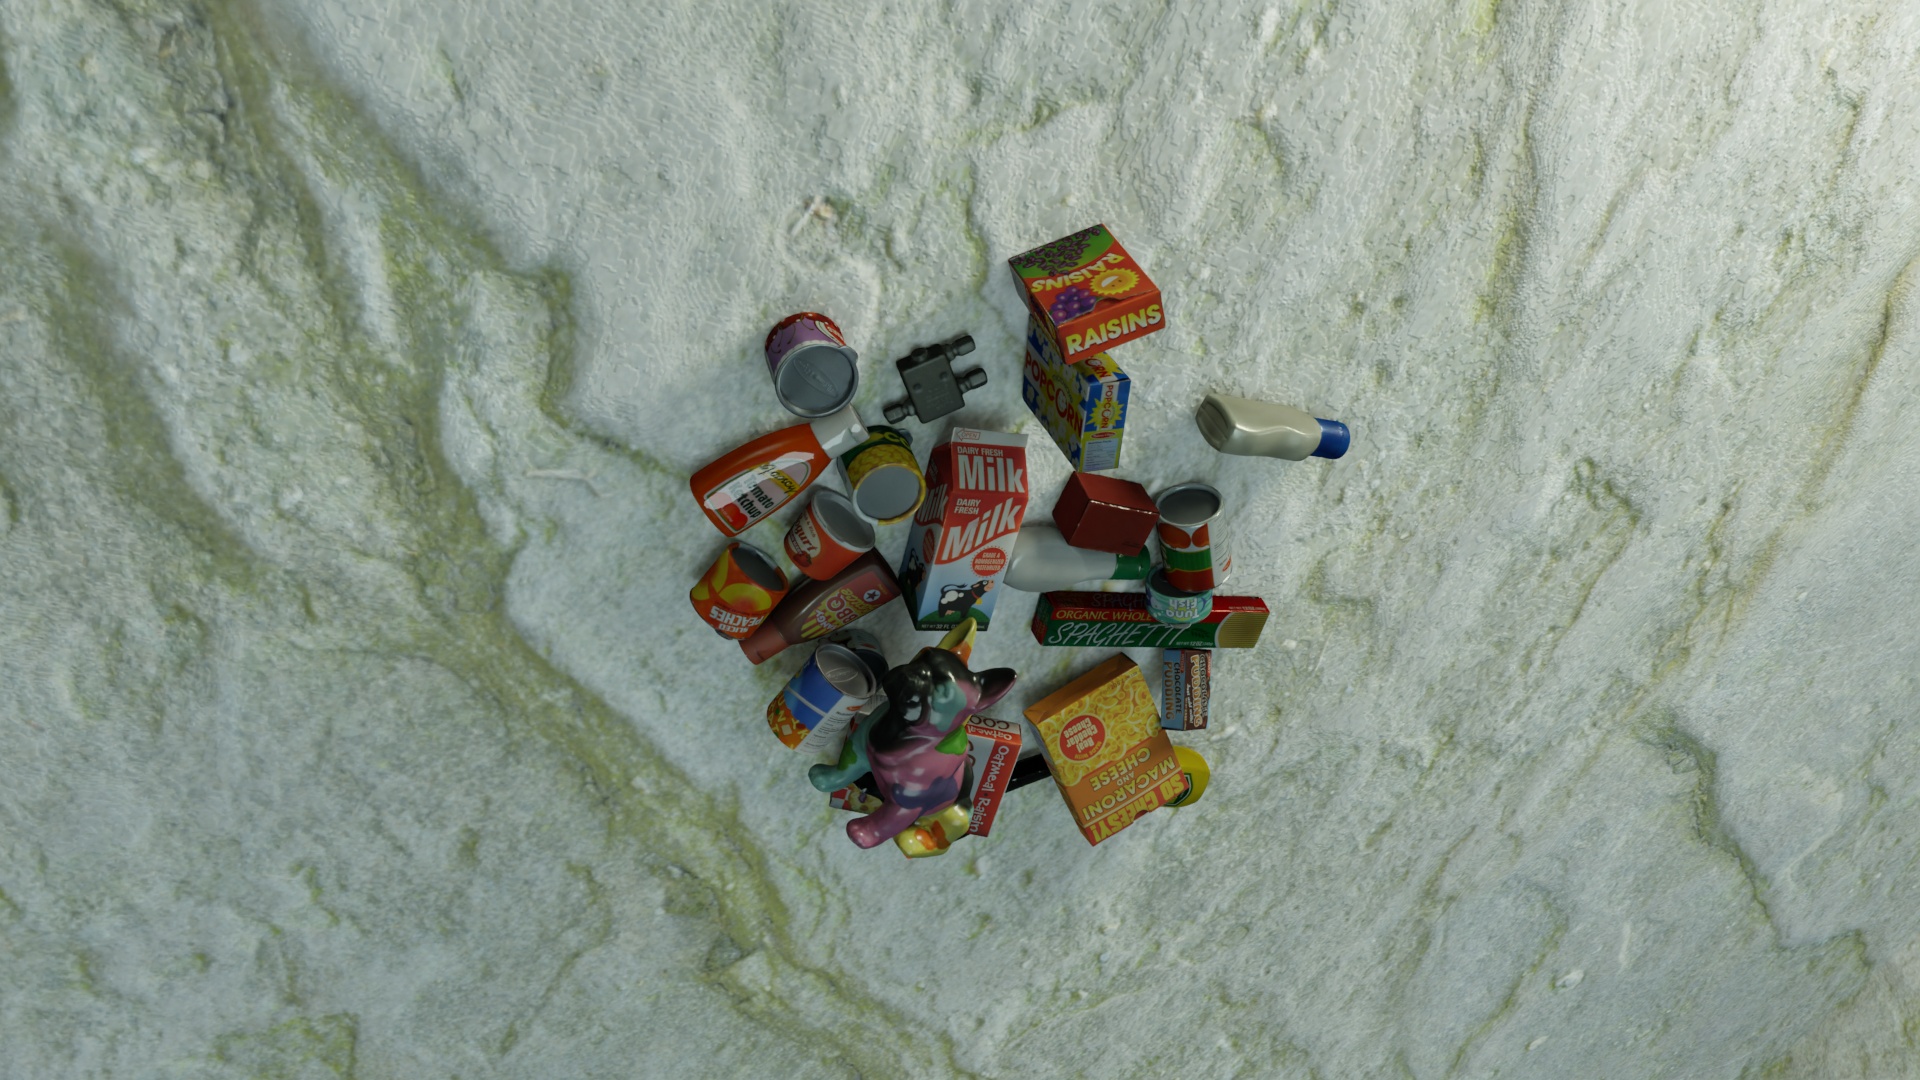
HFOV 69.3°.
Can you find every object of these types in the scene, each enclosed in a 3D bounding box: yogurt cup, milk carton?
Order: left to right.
[{"bbox_3d":[-0.116,-0.002,1.201,0.072,0.073,0.053,28,121,-34],"label":"yogurt cup"},{"bbox_3d":[0.004,-0.015,1.226,0.072,0.074,0.189,3,124,-21],"label":"milk carton"}]

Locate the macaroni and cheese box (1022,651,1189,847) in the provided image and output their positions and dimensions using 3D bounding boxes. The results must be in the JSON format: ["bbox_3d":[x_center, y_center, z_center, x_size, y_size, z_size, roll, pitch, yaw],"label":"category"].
[{"bbox_3d":[0.152,0.218,1.434,0.124,0.040,0.166,-30,114,-10],"label":"macaroni and cheese box"}]

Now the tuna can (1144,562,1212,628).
[{"bbox_3d":[0.213,0.051,1.353,0.071,0.071,0.032,-13,127,-10],"label":"tuna can"}]

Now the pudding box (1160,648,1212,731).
[{"bbox_3d":[0.233,0.153,1.429,0.050,0.030,0.083,5,88,-47],"label":"pudding box"}]

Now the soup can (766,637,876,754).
[{"bbox_3d":[-0.128,0.142,1.261,0.071,0.072,0.083,24,120,-32],"label":"soup can"}]

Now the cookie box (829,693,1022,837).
[{"bbox_3d":[-0.035,0.223,1.385,0.167,0.040,0.122,13,118,-9],"label":"cookie box"}]

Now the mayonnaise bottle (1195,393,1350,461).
[{"bbox_3d":[0.291,-0.100,1.276,0.148,0.065,0.041,6,126,-28],"label":"mayonnaise bottle"}]

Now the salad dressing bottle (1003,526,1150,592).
[{"bbox_3d":[0.106,0.018,1.309,0.148,0.044,0.064,2,123,-22],"label":"salad dressing bottle"}]

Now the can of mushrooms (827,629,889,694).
[{"bbox_3d":[-0.105,0.120,1.314,0.071,0.033,0.070,-10,128,-13],"label":"can of mushrooms"}]

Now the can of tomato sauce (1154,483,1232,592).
[{"bbox_3d":[0.219,-0.003,1.319,0.071,0.071,0.082,-19,129,-5],"label":"can of tomato sauce"}]

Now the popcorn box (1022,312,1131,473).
[{"bbox_3d":[0.092,-0.125,1.141,0.038,0.127,0.084,-9,128,-18],"label":"popcorn box"}]

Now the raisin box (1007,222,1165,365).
[{"bbox_3d":[0.098,-0.196,1.092,0.086,0.124,0.040,-20,130,-4],"label":"raisin box"}]

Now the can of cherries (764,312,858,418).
[{"bbox_3d":[-0.116,-0.141,1.099,0.071,0.058,0.071,-9,127,-12],"label":"can of cherries"}]

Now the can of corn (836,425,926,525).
[{"bbox_3d":[-0.065,-0.056,1.180,0.071,0.058,0.070,-10,128,-13],"label":"can of corn"}]

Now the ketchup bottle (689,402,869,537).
[{"bbox_3d":[-0.148,-0.064,1.155,0.149,0.044,0.064,-31,129,4],"label":"ketchup bottle"}]

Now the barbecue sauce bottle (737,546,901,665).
[{"bbox_3d":[-0.130,0.061,1.254,0.148,0.044,0.064,-30,140,4],"label":"barbecue sauce bottle"}]

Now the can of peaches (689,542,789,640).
[{"bbox_3d":[-0.190,0.045,1.203,0.071,0.071,0.058,30,111,-34],"label":"can of peaches"}]

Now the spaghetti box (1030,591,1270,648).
[{"bbox_3d":[0.193,0.081,1.395,0.250,0.029,0.050,2,124,-21],"label":"spaghetti box"}]

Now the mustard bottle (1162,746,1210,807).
[{"bbox_3d":[0.192,0.258,1.514,0.160,0.049,0.065,4,119,-23],"label":"mustard bottle"}]
